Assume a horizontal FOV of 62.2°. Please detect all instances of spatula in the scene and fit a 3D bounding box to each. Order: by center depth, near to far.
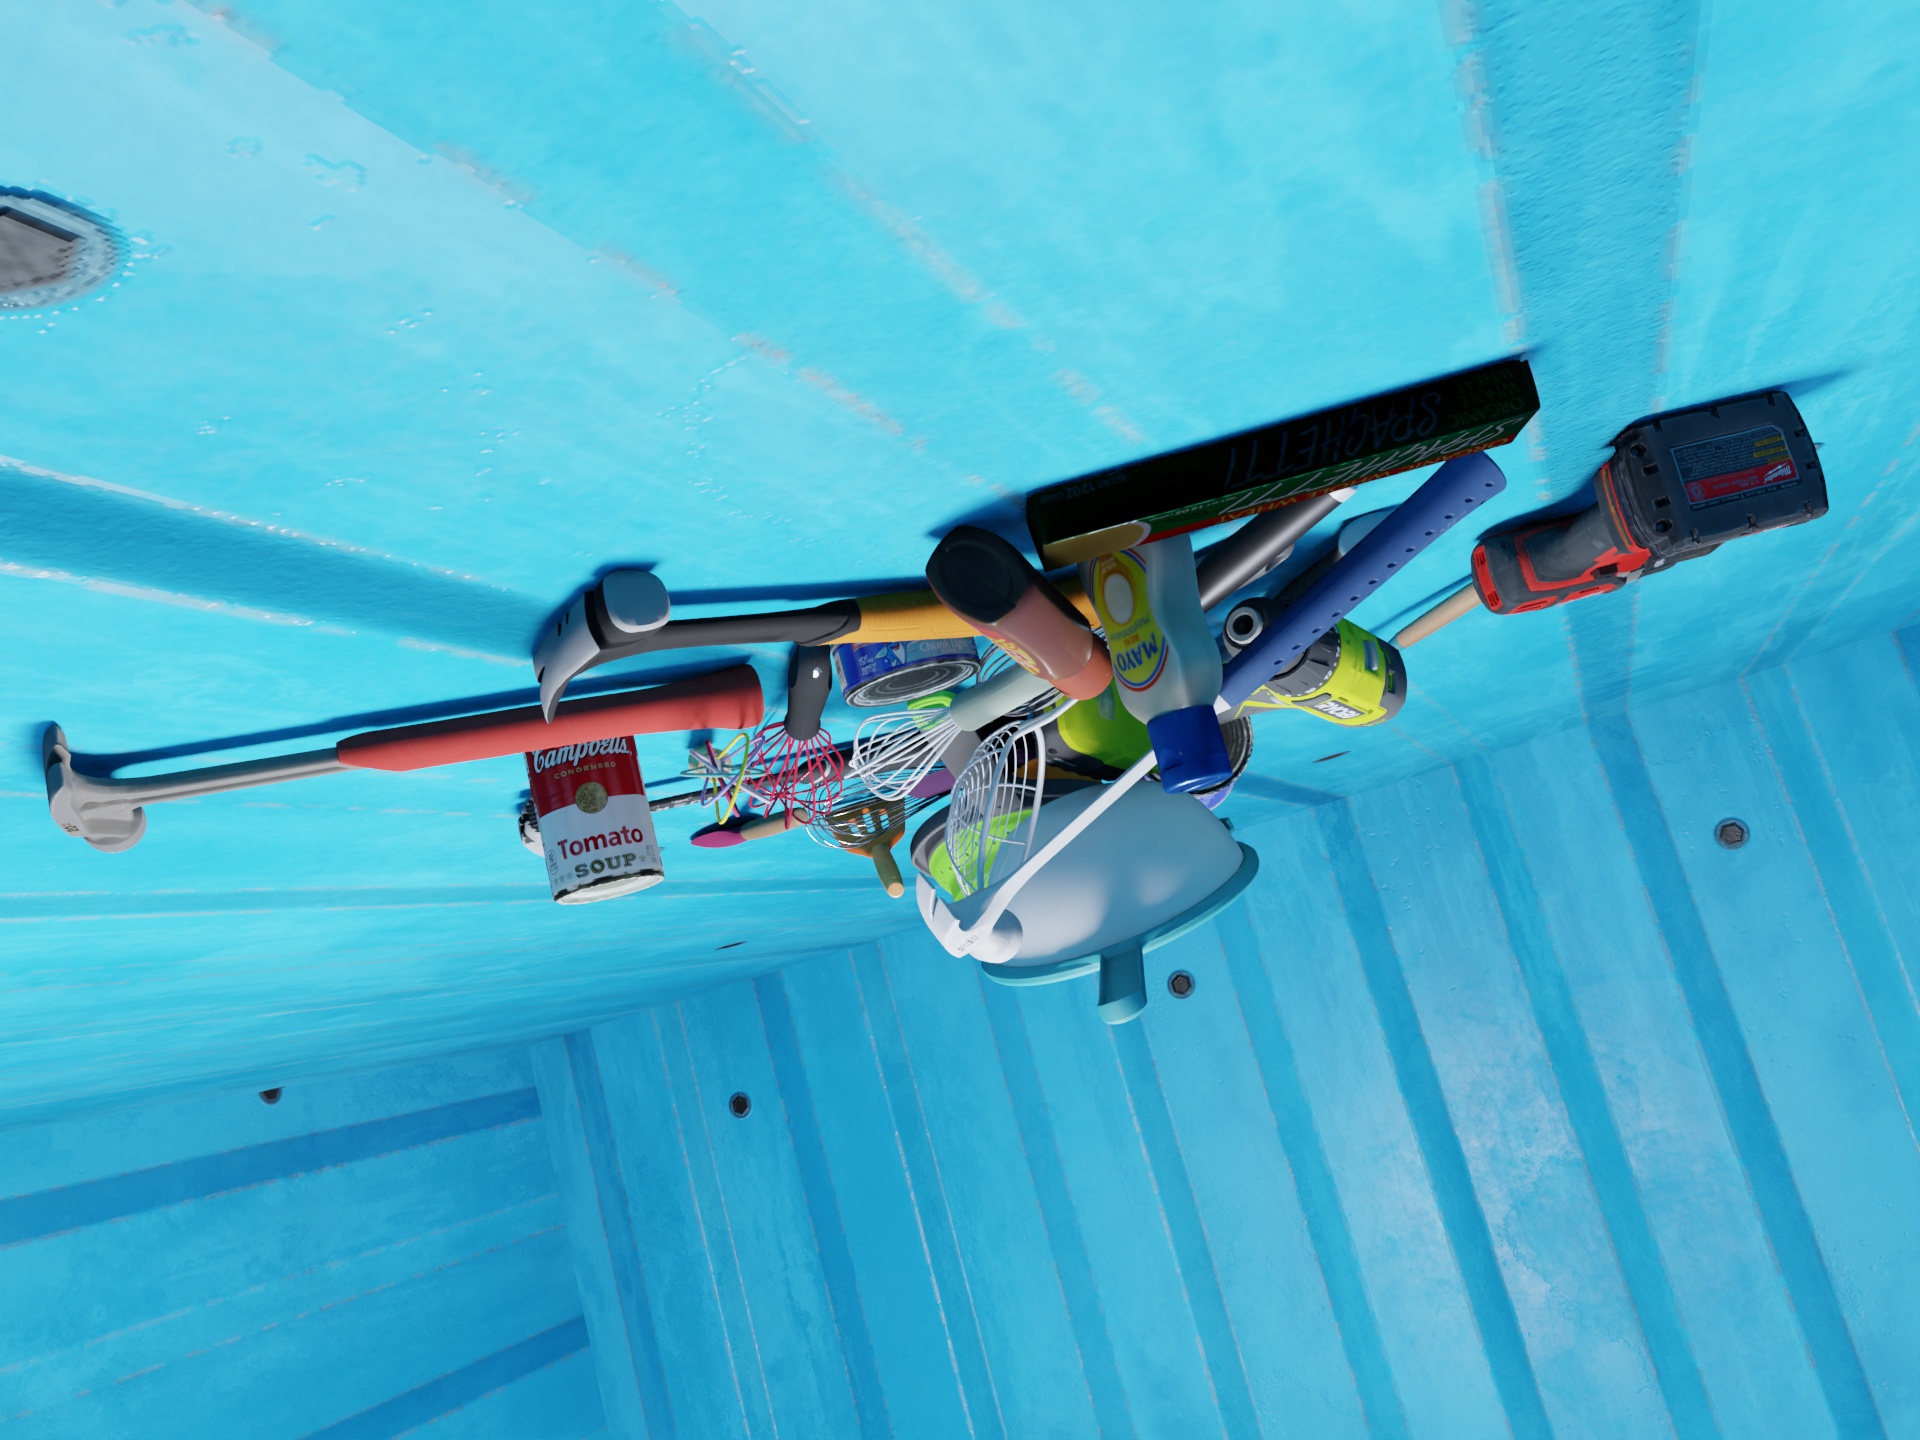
[{"bbox_3d":[0.092,0.011,1.225,0.316,0.018,0.059,-21,156,26],"label":"spatula"},{"bbox_3d":[0.370,-0.086,1.287,0.082,0.044,0.317,-8,162,-30],"label":"spatula"},{"bbox_3d":[-0.070,0.107,1.350,0.081,0.041,0.323,-16,-174,-5],"label":"spatula"}]

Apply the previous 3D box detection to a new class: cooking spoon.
[{"bbox_3d":[-0.175,0.093,1.356,0.068,0.017,0.319,-11,176,-21],"label":"cooking spoon"}]

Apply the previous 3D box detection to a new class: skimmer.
[{"bbox_3d":[0.111,-0.010,0.941,0.363,0.090,0.127,-41,-173,34],"label":"skimmer"}]

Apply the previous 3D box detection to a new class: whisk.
[{"bbox_3d":[-0.153,0.032,0.986,0.051,0.047,0.245,-13,-176,-13],"label":"whisk"},{"bbox_3d":[0.102,-0.060,0.988,0.239,0.055,0.055,-27,165,29],"label":"whisk"},{"bbox_3d":[-0.002,-0.003,1.001,0.058,0.059,0.246,-18,173,-40],"label":"whisk"},{"bbox_3d":[-0.103,0.009,1.022,0.073,0.073,0.295,-13,164,-13],"label":"whisk"},{"bbox_3d":[-0.009,0.050,1.365,0.284,0.070,0.070,-15,170,-28],"label":"whisk"}]

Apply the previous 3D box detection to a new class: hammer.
[{"bbox_3d":[-0.277,0.010,0.840,0.359,0.037,0.149,-10,168,-24],"label":"hammer"},{"bbox_3d":[-0.055,-0.050,0.847,0.336,0.034,0.127,-7,166,-36],"label":"hammer"},{"bbox_3d":[0.137,-0.007,0.889,0.405,0.035,0.144,-42,158,6],"label":"hammer"},{"bbox_3d":[0.226,-0.073,1.120,0.128,0.033,0.331,-12,168,-14],"label":"hammer"},{"bbox_3d":[-0.131,0.045,1.218,0.409,0.036,0.149,-12,170,-19],"label":"hammer"}]

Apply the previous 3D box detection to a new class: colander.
[{"bbox_3d":[0.039,0.099,1.255,0.204,0.095,0.396,-15,150,12],"label":"colander"}]

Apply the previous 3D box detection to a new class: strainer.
[{"bbox_3d":[0.091,0.108,1.064,0.211,0.095,0.340,-22,-174,8],"label":"strainer"}]

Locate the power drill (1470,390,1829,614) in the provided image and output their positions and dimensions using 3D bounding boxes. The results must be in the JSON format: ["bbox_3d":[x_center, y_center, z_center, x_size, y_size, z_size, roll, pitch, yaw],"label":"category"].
[{"bbox_3d":[0.461,-0.134,1.037,0.188,0.080,0.226,-14,172,-8],"label":"power drill"}]

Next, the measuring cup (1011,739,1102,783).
[{"bbox_3d":[0.077,0.053,1.331,0.095,0.052,0.173,-28,167,-4],"label":"measuring cup"}]

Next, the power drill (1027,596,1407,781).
[{"bbox_3d":[0.160,-0.024,1.063,0.228,0.080,0.190,-14,162,35],"label":"power drill"}]
